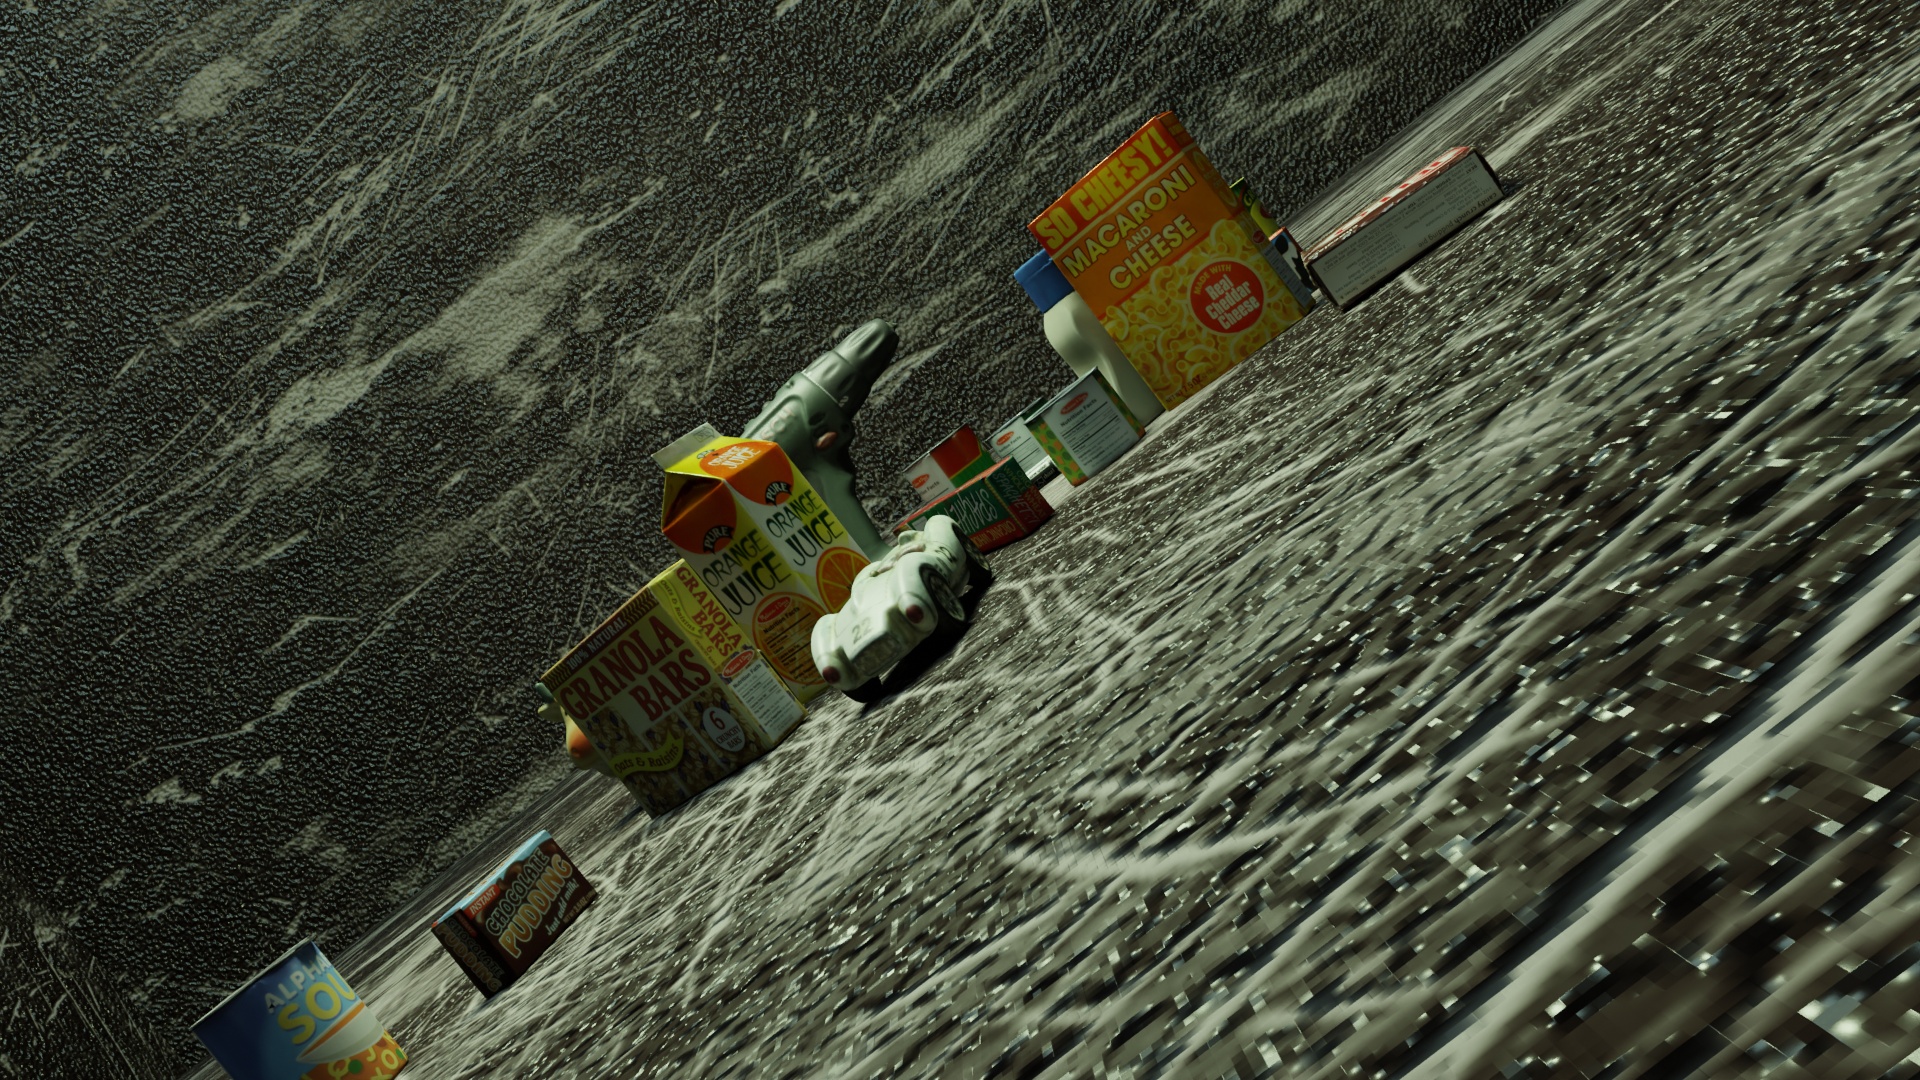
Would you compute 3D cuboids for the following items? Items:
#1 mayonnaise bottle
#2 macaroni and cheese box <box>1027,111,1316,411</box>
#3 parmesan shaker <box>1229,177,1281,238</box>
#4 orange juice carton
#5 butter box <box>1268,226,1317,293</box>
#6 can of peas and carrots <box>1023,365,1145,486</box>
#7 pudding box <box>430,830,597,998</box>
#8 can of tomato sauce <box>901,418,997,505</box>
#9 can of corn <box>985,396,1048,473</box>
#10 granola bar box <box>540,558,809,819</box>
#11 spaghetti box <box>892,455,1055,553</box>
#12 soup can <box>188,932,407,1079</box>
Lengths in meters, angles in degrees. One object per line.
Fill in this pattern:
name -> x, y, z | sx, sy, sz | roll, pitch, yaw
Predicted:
mayonnaise bottle -> 0.098, -0.150, 1.031 | 0.065, 0.148, 0.041 | -41, 5, -40
macaroni and cheese box -> 0.146, -0.192, 0.967 | 0.123, 0.166, 0.040 | -36, 4, 32
parmesan shaker -> 0.254, -0.260, 1.230 | 0.071, 0.103, 0.071 | -38, 4, 3
orange juice carton -> -0.129, 0.007, 0.934 | 0.072, 0.192, 0.072 | -36, 4, 33
butter box -> 0.221, -0.187, 1.063 | 0.103, 0.053, 0.024 | -36, 4, 22
can of peas and carrots -> 0.087, -0.080, 0.979 | 0.071, 0.058, 0.071 | -38, 4, 3
pudding box -> -0.240, 0.200, 0.750 | 0.030, 0.049, 0.084 | -36, 4, 22
can of tomato sauce -> 0.005, -0.044, 1.113 | 0.071, 0.083, 0.071 | -38, 4, 3
can of corn -> 0.068, -0.090, 1.271 | 0.071, 0.058, 0.071 | -38, 4, 3
granola bar box -> -0.186, 0.099, 0.888 | 0.165, 0.124, 0.039 | -34, 5, 44
spaghetti box -> 0.004, -0.013, 1.016 | 0.029, 0.050, 0.249 | -39, 4, -18
soup can -> -0.331, 0.253, 0.703 | 0.071, 0.083, 0.071 | -38, 4, 3
